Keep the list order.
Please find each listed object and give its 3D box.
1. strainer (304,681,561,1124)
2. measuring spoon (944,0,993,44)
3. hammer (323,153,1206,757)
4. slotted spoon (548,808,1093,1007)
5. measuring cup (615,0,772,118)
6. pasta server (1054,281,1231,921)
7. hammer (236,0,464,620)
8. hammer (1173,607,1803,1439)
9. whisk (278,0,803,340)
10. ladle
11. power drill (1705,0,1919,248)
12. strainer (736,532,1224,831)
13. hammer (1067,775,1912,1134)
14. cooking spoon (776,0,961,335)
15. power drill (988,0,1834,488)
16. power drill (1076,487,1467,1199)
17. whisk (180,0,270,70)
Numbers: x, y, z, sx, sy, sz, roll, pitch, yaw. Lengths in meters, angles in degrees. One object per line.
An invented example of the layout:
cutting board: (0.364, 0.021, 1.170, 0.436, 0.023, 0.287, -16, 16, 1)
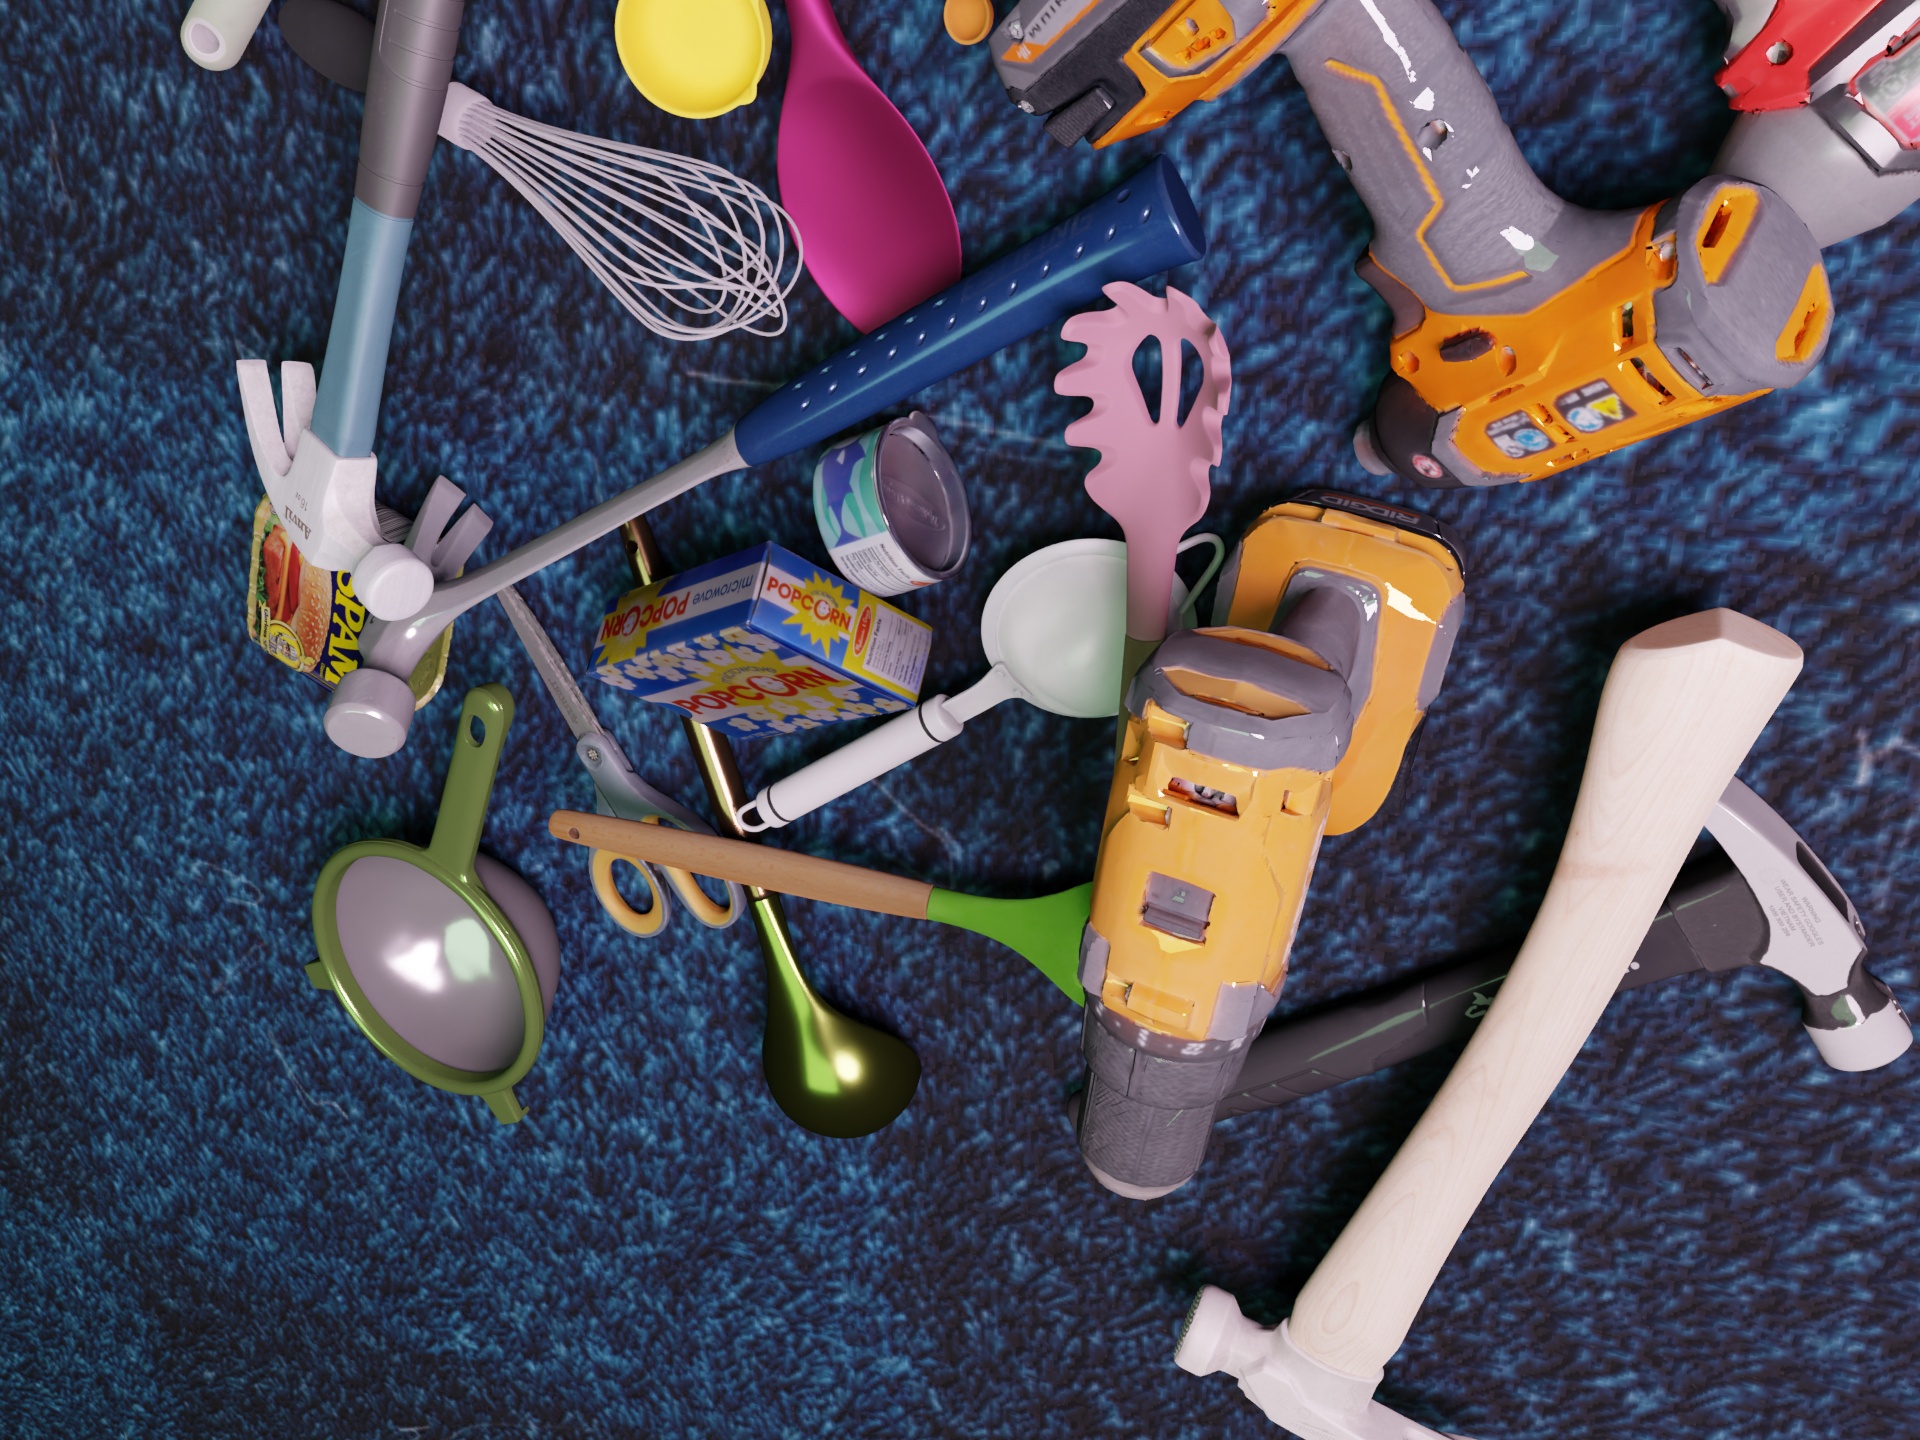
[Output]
strainer: (-0.247, 0.077, 0.816, 0.151, 0.069, 0.256, 31, 122, 13)
measuring spoon: (0.001, -0.298, 0.553, 0.021, 0.011, 0.116, 9, 114, 34)
hammer: (-0.093, -0.111, 0.632, 0.405, 0.144, 0.035, -22, 133, 25)
slotted spoon: (-0.038, 0.078, 0.707, 0.314, 0.031, 0.070, 11, 111, 11)
measuring cup: (-0.065, -0.289, 0.580, 0.062, 0.029, 0.156, 40, 116, -18)
pasta server: (0.065, -0.004, 0.593, 0.060, 0.040, 0.316, 13, 118, 23)
hammer: (-0.219, -0.211, 0.613, 0.128, 0.033, 0.331, 38, 120, 30)
hammer: (0.210, 0.145, 0.603, 0.146, 0.038, 0.410, 23, 122, 12)
whisk: (-0.177, -0.228, 0.638, 0.285, 0.070, 0.070, 34, 124, 19)
ladle: (-0.097, 0.054, 0.756, 0.078, 0.062, 0.320, -14, 100, 26)
power drill: (0.208, -0.235, 0.443, 0.219, 0.078, 0.143, 43, 125, -2)
strainer: (-0.001, -0.002, 0.661, 0.258, 0.050, 0.086, -28, 121, 30)
hammer: (0.179, 0.118, 0.648, 0.335, 0.035, 0.146, -29, 99, 34)
cooking spoon: (-0.063, -0.283, 0.552, 0.069, 0.017, 0.318, -2, 124, 24)
power drill: (0.122, -0.159, 0.479, 0.226, 0.084, 0.164, 40, 157, -14)
power drill: (0.099, 0.033, 0.529, 0.084, 0.226, 0.185, 18, 120, 18)
whisk: (-0.249, -0.350, 0.622, 0.057, 0.059, 0.246, 38, 127, -20)
